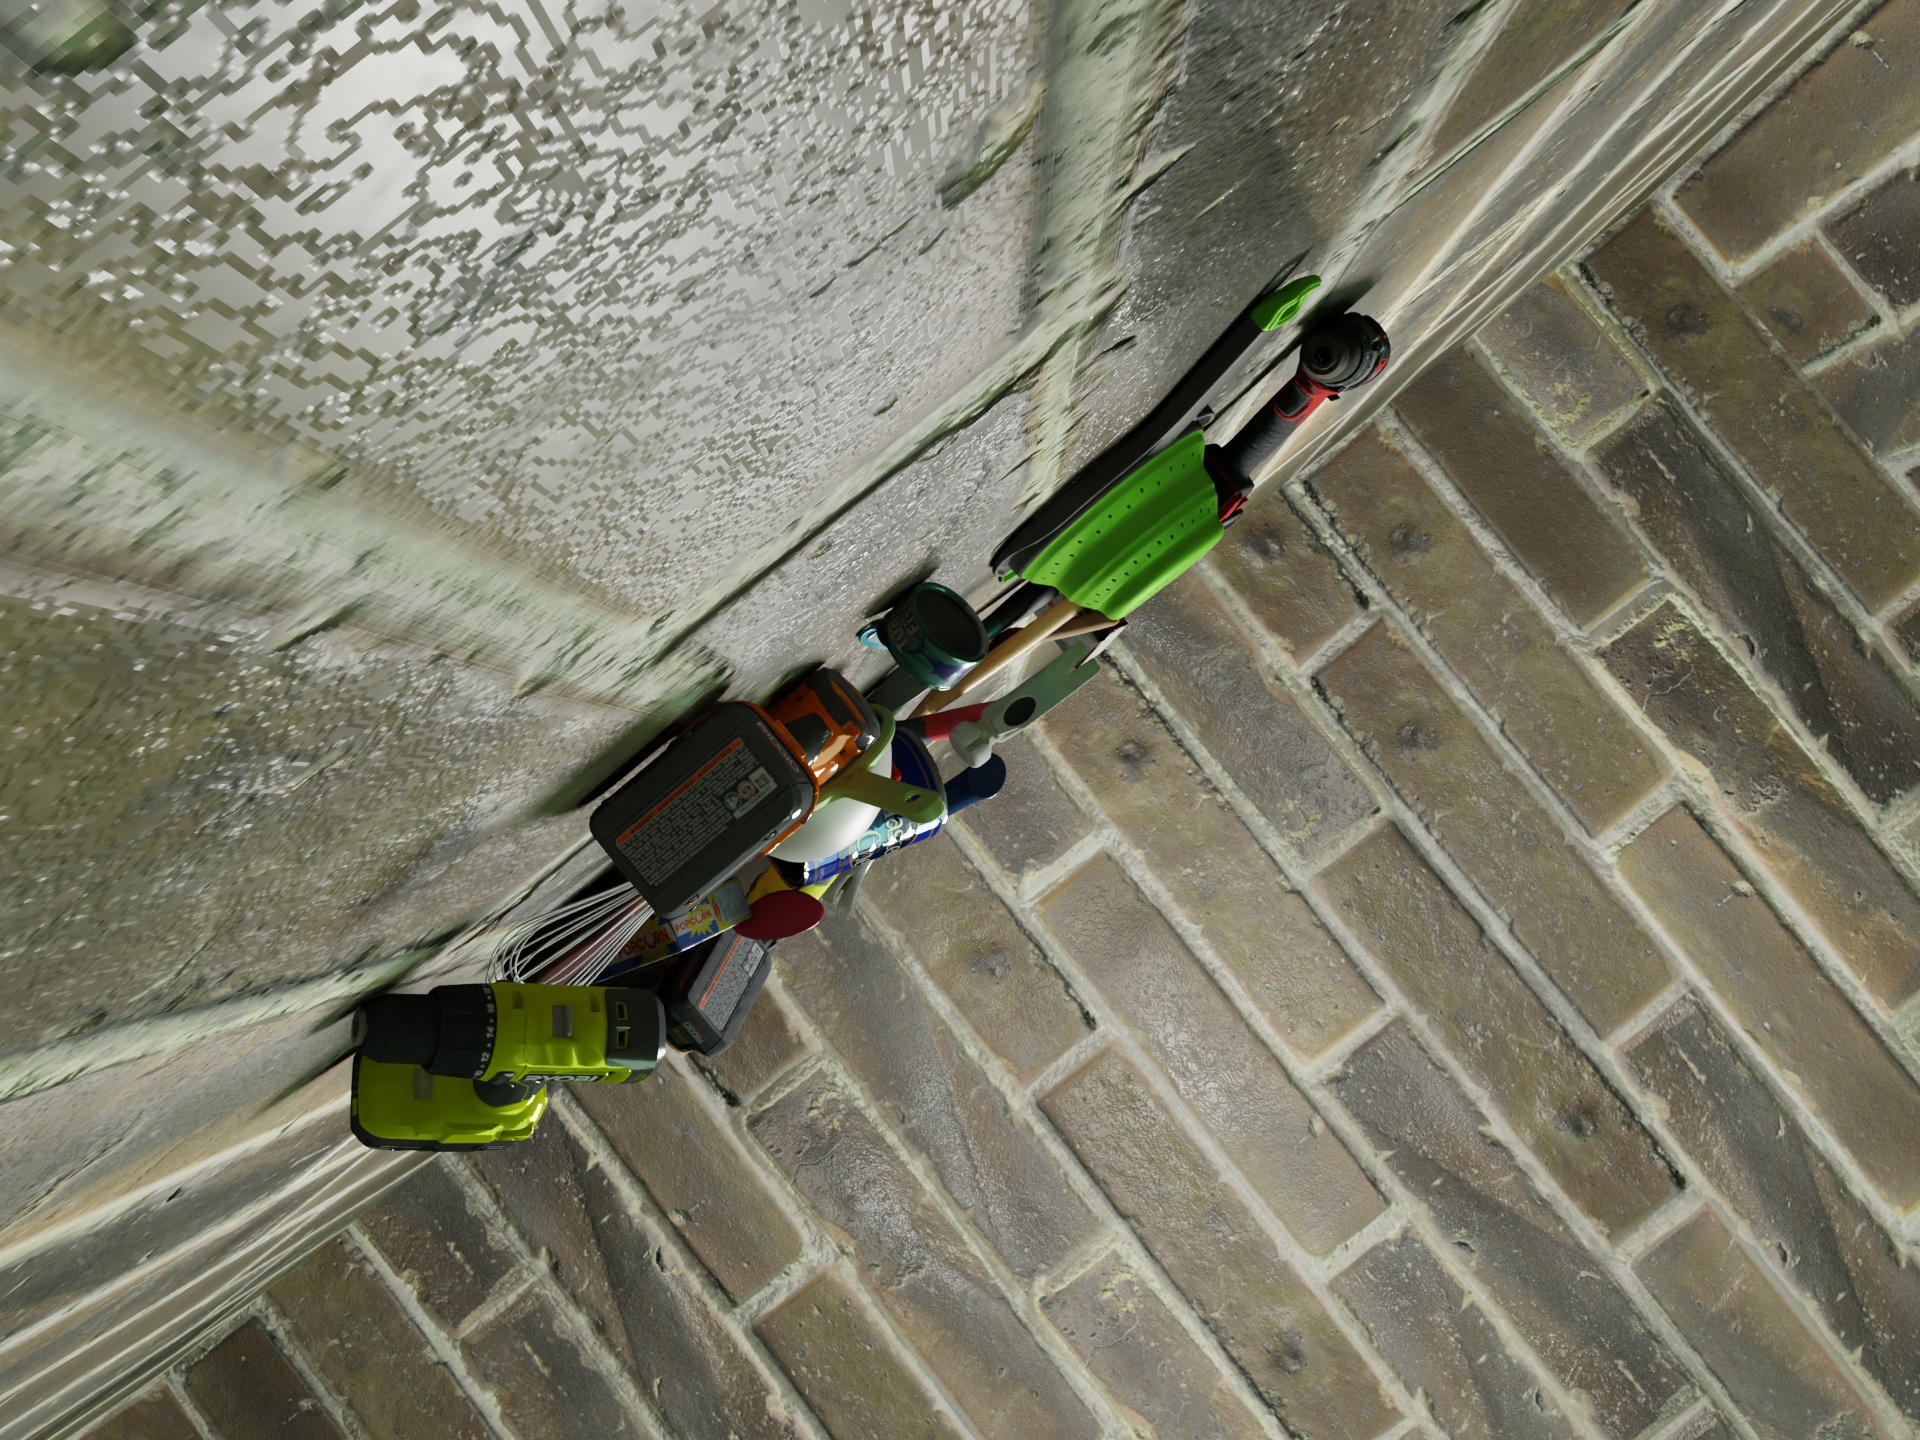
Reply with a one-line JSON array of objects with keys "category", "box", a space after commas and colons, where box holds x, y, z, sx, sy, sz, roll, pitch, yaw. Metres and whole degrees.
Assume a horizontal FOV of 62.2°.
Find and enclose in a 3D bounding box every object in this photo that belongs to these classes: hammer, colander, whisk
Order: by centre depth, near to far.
[{"category": "colander", "box": [0.160, -0.170, 1.132, 0.204, 0.094, 0.397, -37, 177, -29]}, {"category": "whisk", "box": [-0.226, 0.124, 1.177, 0.284, 0.070, 0.070, -36, 176, -28]}, {"category": "hammer", "box": [0.039, -0.094, 1.446, 0.331, 0.033, 0.128, -37, 178, -25]}, {"category": "hammer", "box": [-0.002, -0.005, 1.484, 0.143, 0.038, 0.386, -36, -172, -18]}, {"category": "hammer", "box": [-0.044, 0.100, 1.540, 0.144, 0.035, 0.405, -58, -172, -22]}]

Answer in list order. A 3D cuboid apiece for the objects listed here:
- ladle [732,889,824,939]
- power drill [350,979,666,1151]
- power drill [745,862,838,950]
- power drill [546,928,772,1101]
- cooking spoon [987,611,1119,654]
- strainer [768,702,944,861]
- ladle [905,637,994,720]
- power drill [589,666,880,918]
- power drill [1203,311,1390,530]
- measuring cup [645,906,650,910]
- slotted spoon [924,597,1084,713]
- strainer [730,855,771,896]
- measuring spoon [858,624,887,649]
[{"category": "ladle", "box": [-0.240, 0.182, 1.399, 0.315, 0.031, 0.069, -14, -164, 40]}, {"category": "power drill", "box": [-0.328, 0.228, 1.065, 0.190, 0.080, 0.228, 9, 152, -33]}, {"category": "power drill", "box": [-0.146, 0.128, 1.549, 0.171, 0.080, 0.223, -51, -176, 25]}, {"category": "power drill", "box": [-0.301, 0.267, 1.450, 0.226, 0.084, 0.185, -14, -147, 33]}, {"category": "cooking spoon", "box": [0.076, -0.084, 1.549, 0.069, 0.017, 0.319, -42, -167, -18]}, {"category": "strainer", "box": [-0.073, 0.061, 1.118, 0.151, 0.069, 0.256, -39, -155, -22]}, {"category": "ladle", "box": [-0.070, 0.007, 1.695, 0.320, 0.062, 0.078, -48, 174, 32]}, {"category": "power drill", "box": [-0.142, 0.047, 0.981, 0.164, 0.084, 0.226, -39, -179, 11]}, {"category": "power drill", "box": [0.258, -0.250, 1.328, 0.226, 0.080, 0.188, -43, 175, 26]}, {"category": "measuring cup", "box": [-0.269, 0.147, 1.317, 0.167, 0.038, 0.083, -44, 174, 40]}, {"category": "slotted spoon", "box": [0.097, -0.101, 1.443, 0.314, 0.031, 0.070, -36, -167, -6]}, {"category": "strainer", "box": [-0.250, 0.195, 1.696, 0.211, 0.095, 0.340, -41, 177, 21]}, {"category": "measuring spoon", "box": [-0.048, -0.063, 1.103, 0.042, 0.021, 0.128, -38, 168, 14]}]
